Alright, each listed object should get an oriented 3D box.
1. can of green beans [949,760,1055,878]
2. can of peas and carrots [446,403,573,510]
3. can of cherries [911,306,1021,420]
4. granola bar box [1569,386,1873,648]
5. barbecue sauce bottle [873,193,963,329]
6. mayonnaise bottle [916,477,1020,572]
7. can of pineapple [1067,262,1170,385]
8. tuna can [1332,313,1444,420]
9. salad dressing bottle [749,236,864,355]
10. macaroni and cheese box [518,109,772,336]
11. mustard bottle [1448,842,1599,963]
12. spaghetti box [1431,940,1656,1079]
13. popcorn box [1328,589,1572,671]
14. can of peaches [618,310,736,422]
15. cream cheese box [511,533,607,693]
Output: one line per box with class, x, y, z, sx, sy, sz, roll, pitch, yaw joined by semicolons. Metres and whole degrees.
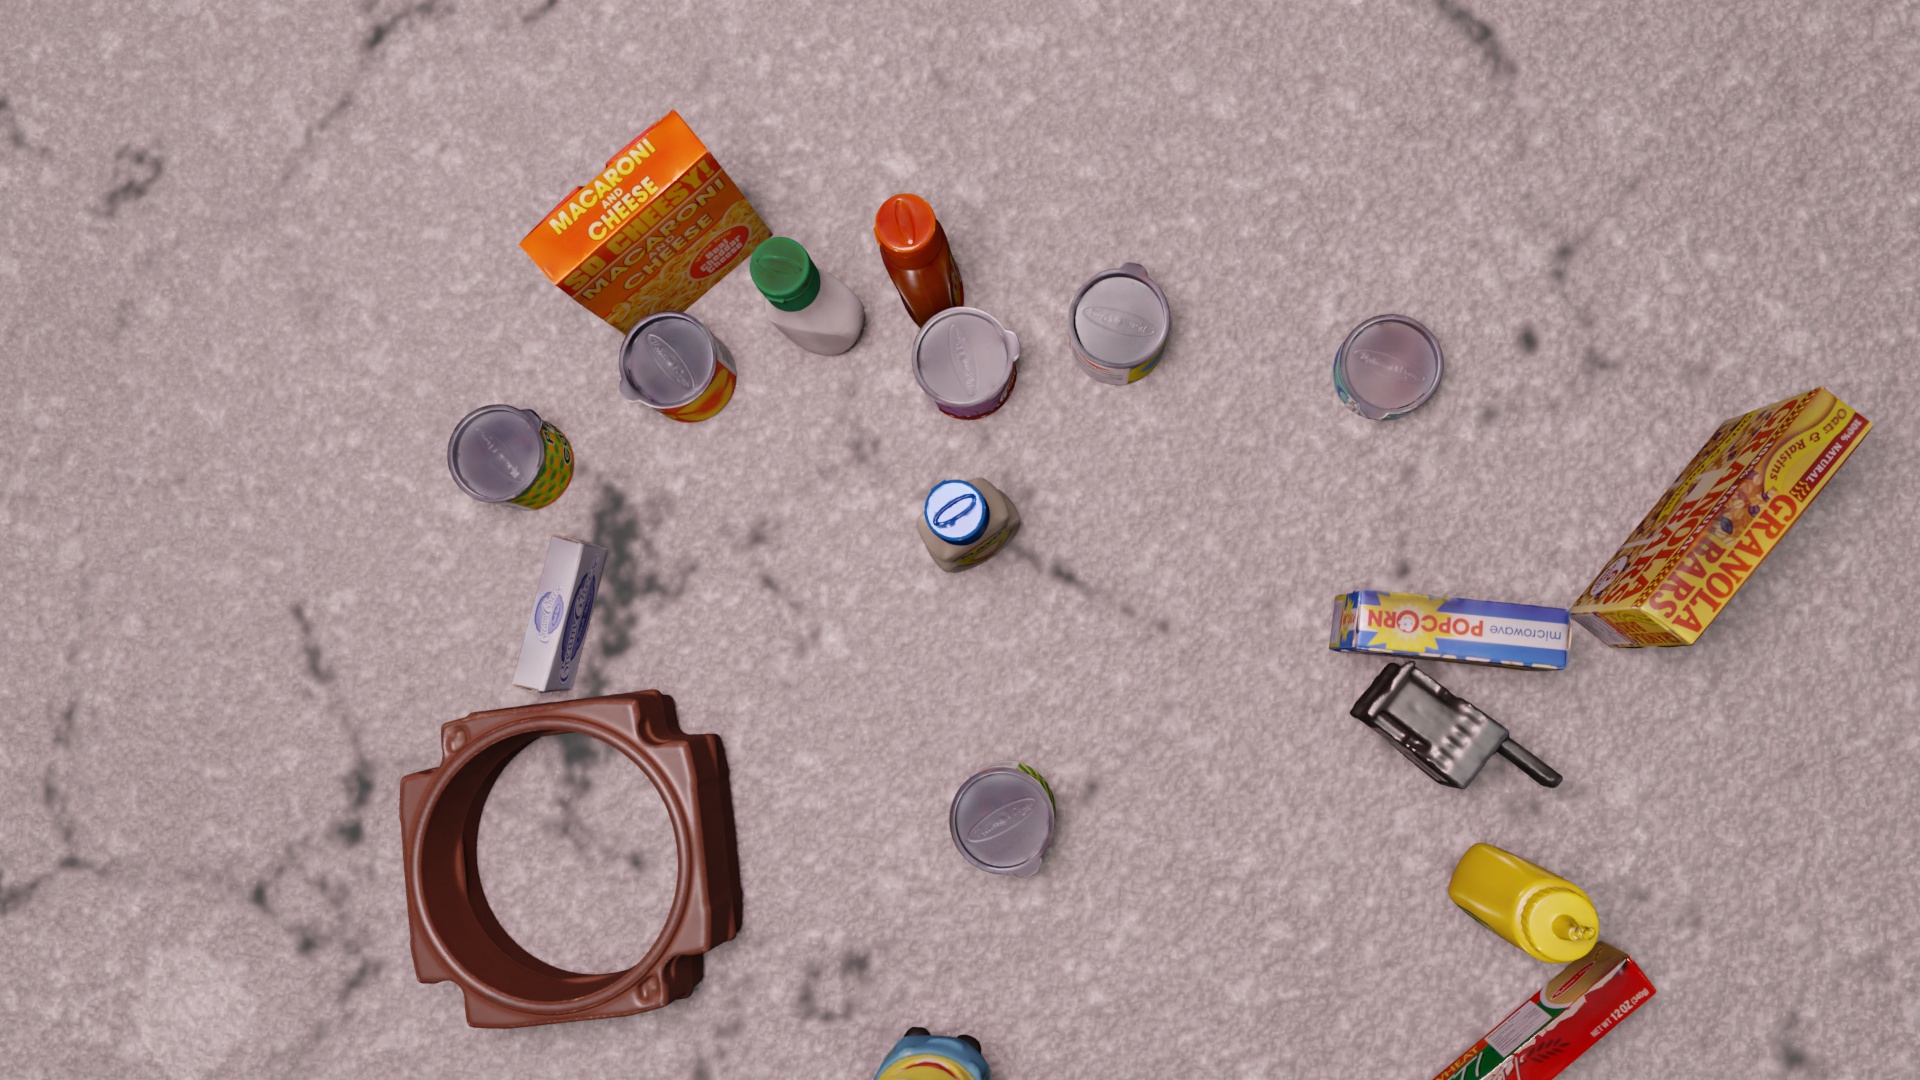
can of green beans;0.028;0.177;0.893;0.071;0.058;0.071;0;85;5
can of peas and carrots;-0.303;-0.057;0.944;0.071;0.058;0.071;0;85;5
can of cherries;0.006;-0.116;0.923;0.071;0.058;0.071;0;85;5
granola bar box;0.454;-0.008;0.840;0.039;0.124;0.165;40;89;7
barbecue sauce bottle;-0.027;-0.180;0.886;0.044;0.148;0.065;-15;84;4
mayonnaise bottle;0.003;-0.011;0.868;0.065;0.148;0.041;-34;83;2
can of pineapple;0.105;-0.141;0.917;0.071;0.058;0.071;0;85;5
tuna can;0.279;-0.110;0.911;0.071;0.033;0.071;0;85;5
salad dressing bottle;-0.100;-0.155;0.891;0.064;0.147;0.044;12;86;6
macaroni and cheese box;-0.197;-0.195;0.894;0.124;0.166;0.040;-41;83;1
mustard bottle;0.334;0.215;0.811;0.065;0.160;0.049;29;88;7
spaghetti box;0.316;0.341;0.856;0.250;0.050;0.029;-40;83;0
popcorn box;0.302;0.057;0.867;0.127;0.085;0.038;5;86;6
can of peaches;-0.192;-0.115;0.940;0.071;0.058;0.071;0;85;5
cream cheese box;-0.268;0.050;0.934;0.024;0.053;0.104;14;86;6
